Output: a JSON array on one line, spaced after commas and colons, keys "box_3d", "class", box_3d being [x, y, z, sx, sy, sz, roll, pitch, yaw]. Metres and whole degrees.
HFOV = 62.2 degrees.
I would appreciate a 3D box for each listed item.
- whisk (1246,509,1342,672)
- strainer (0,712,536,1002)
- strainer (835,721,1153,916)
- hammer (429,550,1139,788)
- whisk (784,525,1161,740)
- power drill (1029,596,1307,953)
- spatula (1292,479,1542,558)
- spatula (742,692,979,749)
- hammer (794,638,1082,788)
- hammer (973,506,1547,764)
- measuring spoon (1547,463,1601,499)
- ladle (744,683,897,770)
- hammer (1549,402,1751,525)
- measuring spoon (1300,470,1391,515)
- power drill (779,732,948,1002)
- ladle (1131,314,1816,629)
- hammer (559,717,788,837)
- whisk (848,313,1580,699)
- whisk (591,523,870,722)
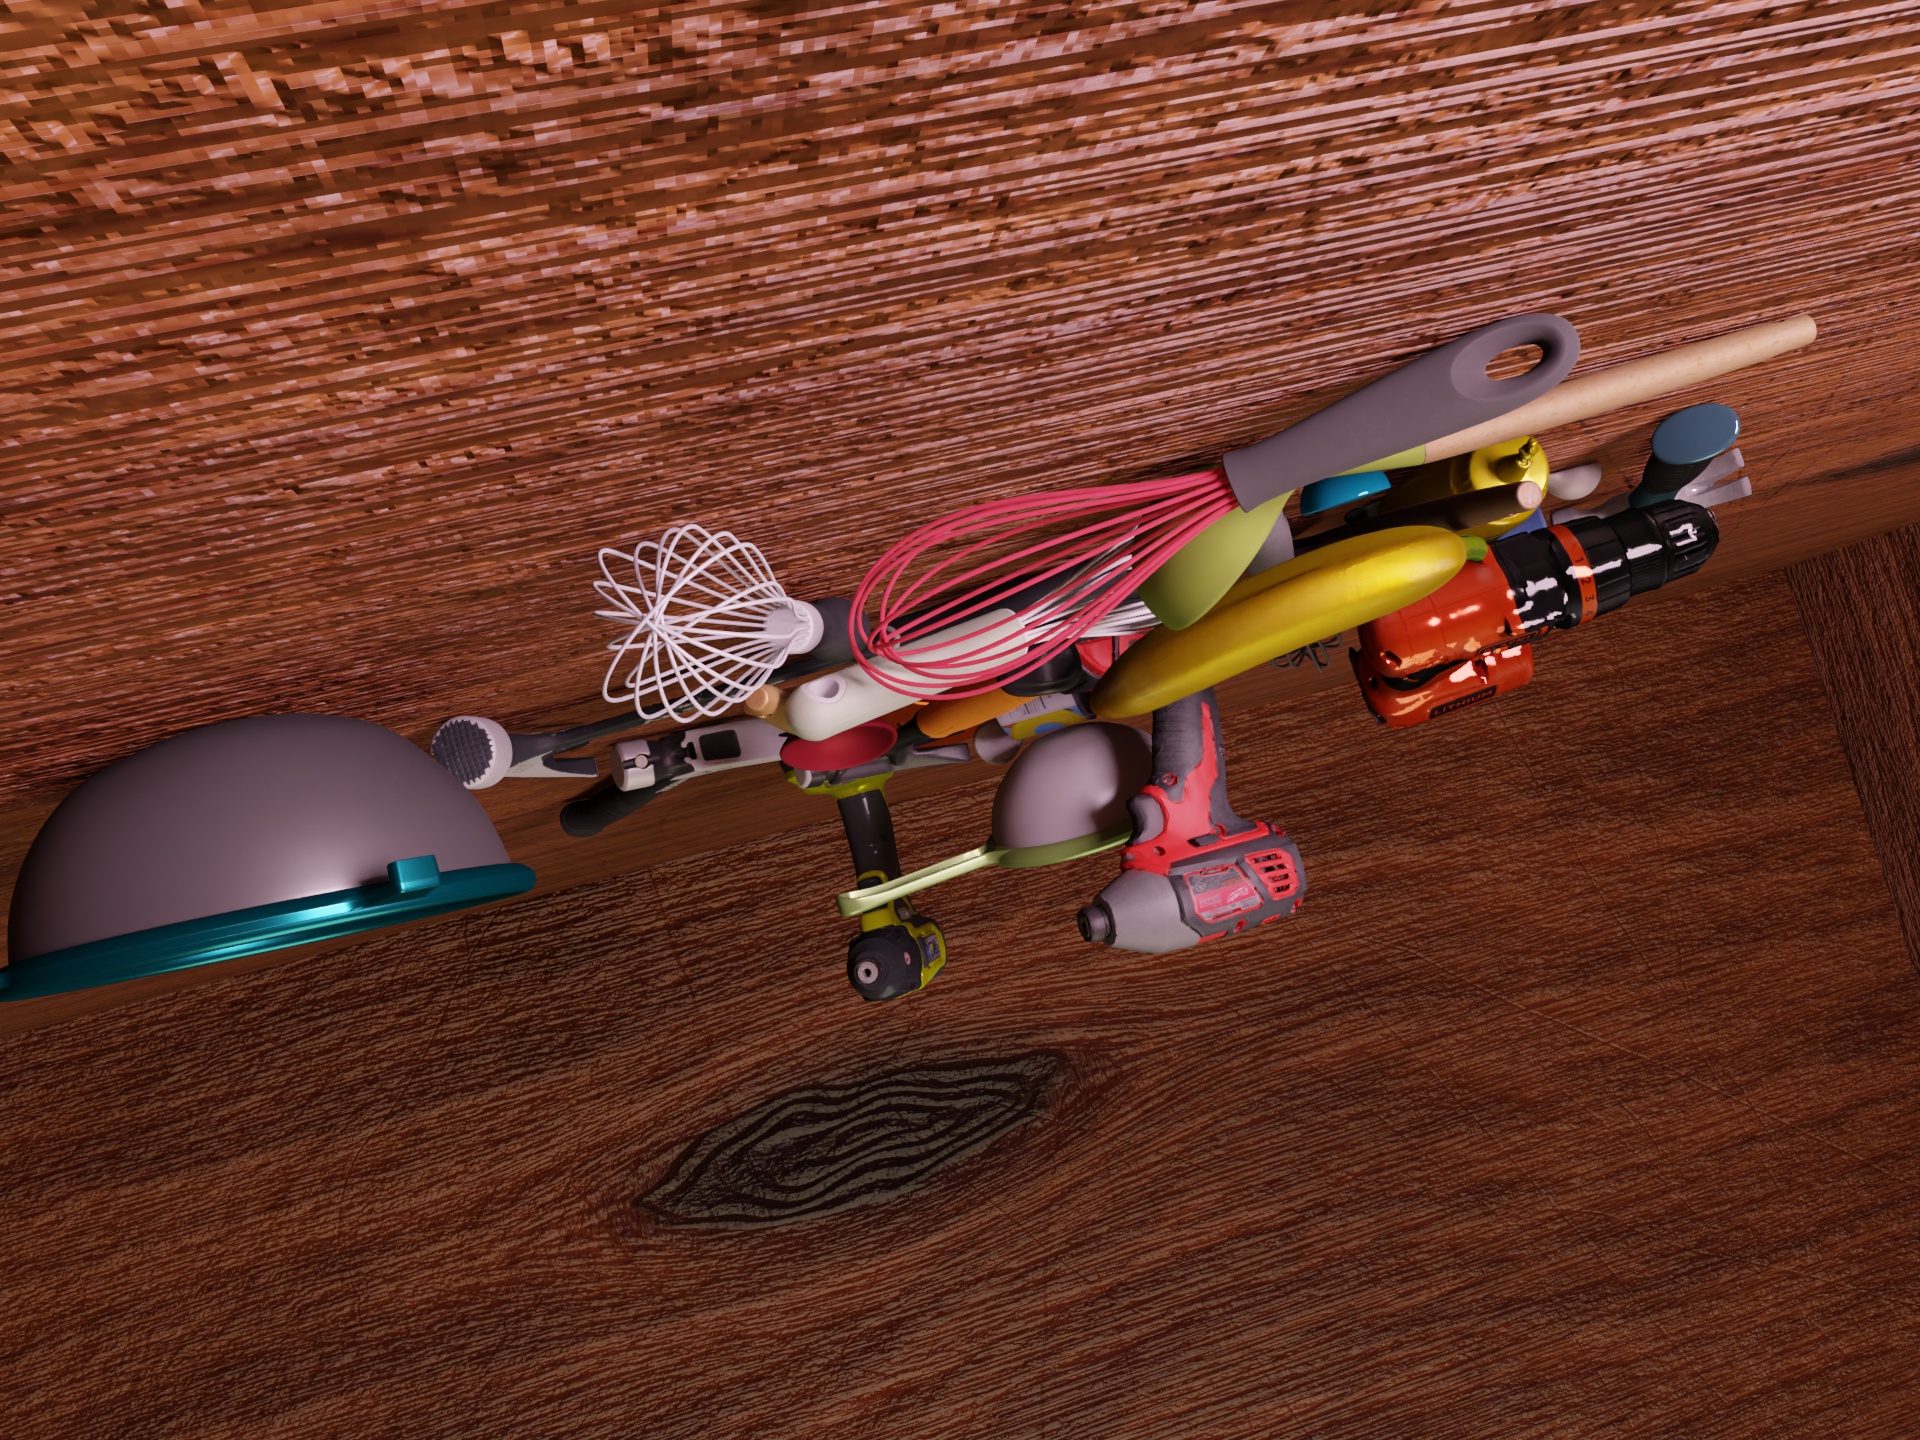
[{"box_3d": [0.166, -0.074, 0.828, 0.055, 0.055, 0.238, -17, 161, 14], "class": "whisk"}, {"box_3d": [-0.292, 0.052, 0.728, 0.211, 0.095, 0.340, -13, 177, -1], "class": "strainer"}, {"box_3d": [0.031, 0.057, 1.057, 0.256, 0.069, 0.151, -20, -171, -13], "class": "strainer"}, {"box_3d": [-0.057, -0.033, 0.831, 0.409, 0.036, 0.149, -16, 176, 5], "class": "hammer"}, {"box_3d": [0.029, -0.041, 0.714, 0.246, 0.058, 0.059, -23, 135, -29], "class": "whisk"}, {"box_3d": [0.115, 0.029, 0.964, 0.143, 0.220, 0.078, -14, 174, -20], "class": "power drill"}, {"box_3d": [0.204, -0.095, 0.829, 0.059, 0.018, 0.316, -8, -178, -14], "class": "spatula"}, {"box_3d": [-0.070, 0.000, 1.120, 0.081, 0.041, 0.322, -16, 174, 19], "class": "spatula"}, {"box_3d": [-0.002, -0.003, 0.967, 0.127, 0.034, 0.337, -10, 174, -21], "class": "hammer"}, {"box_3d": [0.205, -0.067, 1.115, 0.405, 0.035, 0.144, -21, -169, 21], "class": "hammer"}, {"box_3d": [0.340, -0.137, 0.970, 0.124, 0.018, 0.034, -13, 175, -20], "class": "measuring spoon"}, {"box_3d": [-0.077, 0.002, 0.804, 0.069, 0.031, 0.315, -14, 175, 1], "class": "ladle"}, {"box_3d": [0.450, -0.156, 1.016, 0.128, 0.033, 0.331, -16, 175, 18], "class": "hammer"}, {"box_3d": [0.181, -0.115, 0.778, 0.042, 0.021, 0.128, -17, -176, 9], "class": "measuring spoon"}, {"box_3d": [-0.075, 0.110, 1.270, 0.080, 0.223, 0.171, -17, 175, 10], "class": "power drill"}, {"box_3d": [0.223, -0.113, 0.683, 0.320, 0.062, 0.078, -18, -171, -6], "class": "ladle"}, {"box_3d": [-0.234, 0.049, 1.203, 0.146, 0.035, 0.335, -12, 174, -30], "class": "hammer"}, {"box_3d": [0.086, -0.081, 0.603, 0.296, 0.073, 0.073, -23, 173, 19], "class": "whisk"}, {"box_3d": [-0.074, -0.038, 0.628, 0.070, 0.070, 0.284, -16, 180, 10], "class": "whisk"}]
